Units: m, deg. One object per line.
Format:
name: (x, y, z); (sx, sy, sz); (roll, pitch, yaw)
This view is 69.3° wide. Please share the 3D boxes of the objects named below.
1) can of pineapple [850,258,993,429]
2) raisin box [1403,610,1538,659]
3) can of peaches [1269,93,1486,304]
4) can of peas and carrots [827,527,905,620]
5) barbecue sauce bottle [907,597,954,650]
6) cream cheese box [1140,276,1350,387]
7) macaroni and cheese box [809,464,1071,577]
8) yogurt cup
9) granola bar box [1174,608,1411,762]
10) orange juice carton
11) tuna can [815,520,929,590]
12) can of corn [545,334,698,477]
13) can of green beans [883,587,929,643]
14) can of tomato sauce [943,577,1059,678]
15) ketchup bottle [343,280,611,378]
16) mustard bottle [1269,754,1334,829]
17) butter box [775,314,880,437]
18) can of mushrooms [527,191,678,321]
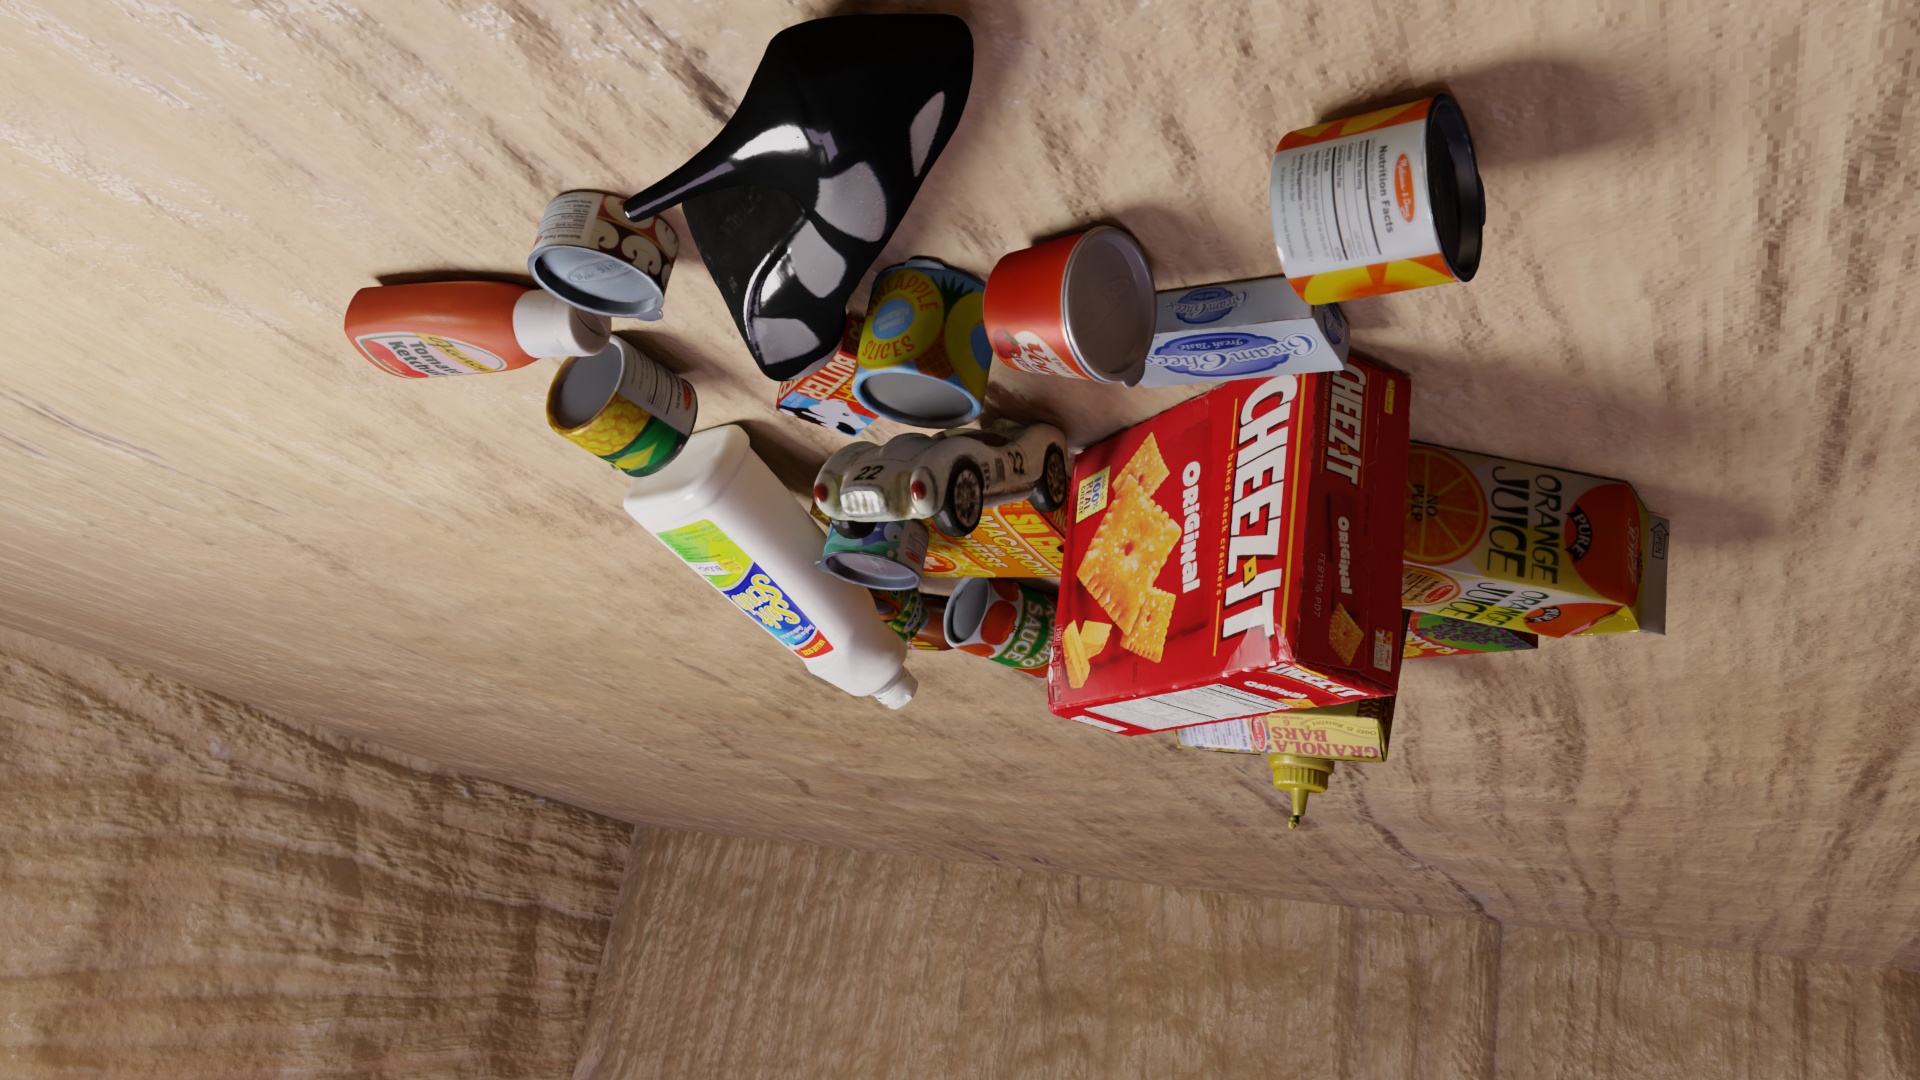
can of pineapple: (-0.017, -0.095, 0.680); (0.071, 0.058, 0.070); (9, 160, 3)
raisin box: (0.317, 0.050, 0.950); (0.086, 0.040, 0.123); (24, 157, -37)
can of peaches: (0.153, -0.122, 0.506); (0.058, 0.071, 0.071); (-5, 156, 35)
can of peas and carrots: (-0.071, 0.022, 1.036); (0.071, 0.059, 0.070); (9, 161, 3)
barbecue sauce bottle: (-0.035, 0.071, 1.181); (0.148, 0.044, 0.064); (1, 158, 23)
cream cheese box: (0.125, -0.097, 0.653); (0.103, 0.024, 0.053); (-2, 159, 32)
macaroni and cheese box: (0.003, -0.012, 0.931); (0.166, 0.040, 0.123); (0, 159, 28)
yogurt cup: (0.047, -0.103, 0.617); (0.054, 0.072, 0.072); (4, 161, 41)
granola bar box: (0.210, 0.066, 0.865); (0.124, 0.166, 0.039); (1, 125, 25)
orange juice carton: (0.300, 0.003, 0.772); (0.193, 0.072, 0.072); (11, 161, -1)
tuna can: (-0.057, 0.006, 0.898); (0.071, 0.033, 0.071); (10, 159, 4)
can of corn: (-0.198, -0.077, 0.806); (0.071, 0.071, 0.058); (-4, 155, 35)
can of green beans: (-0.064, 0.048, 1.096); (0.071, 0.071, 0.057); (8, 160, 7)
can of tomato sauce: (0.039, 0.065, 1.090); (0.083, 0.071, 0.071); (21, 158, -27)
ketchup bottle: (-0.262, -0.117, 0.763); (0.149, 0.044, 0.064); (0, 158, 24)
mustard bottle: (0.258, 0.137, 1.042); (0.049, 0.161, 0.065); (6, 161, 8)
butter box: (-0.061, -0.089, 0.768); (0.053, 0.024, 0.103); (17, 160, -22)
can of mushrooms: (-0.171, -0.137, 0.676); (0.071, 0.033, 0.070); (9, 160, 3)
